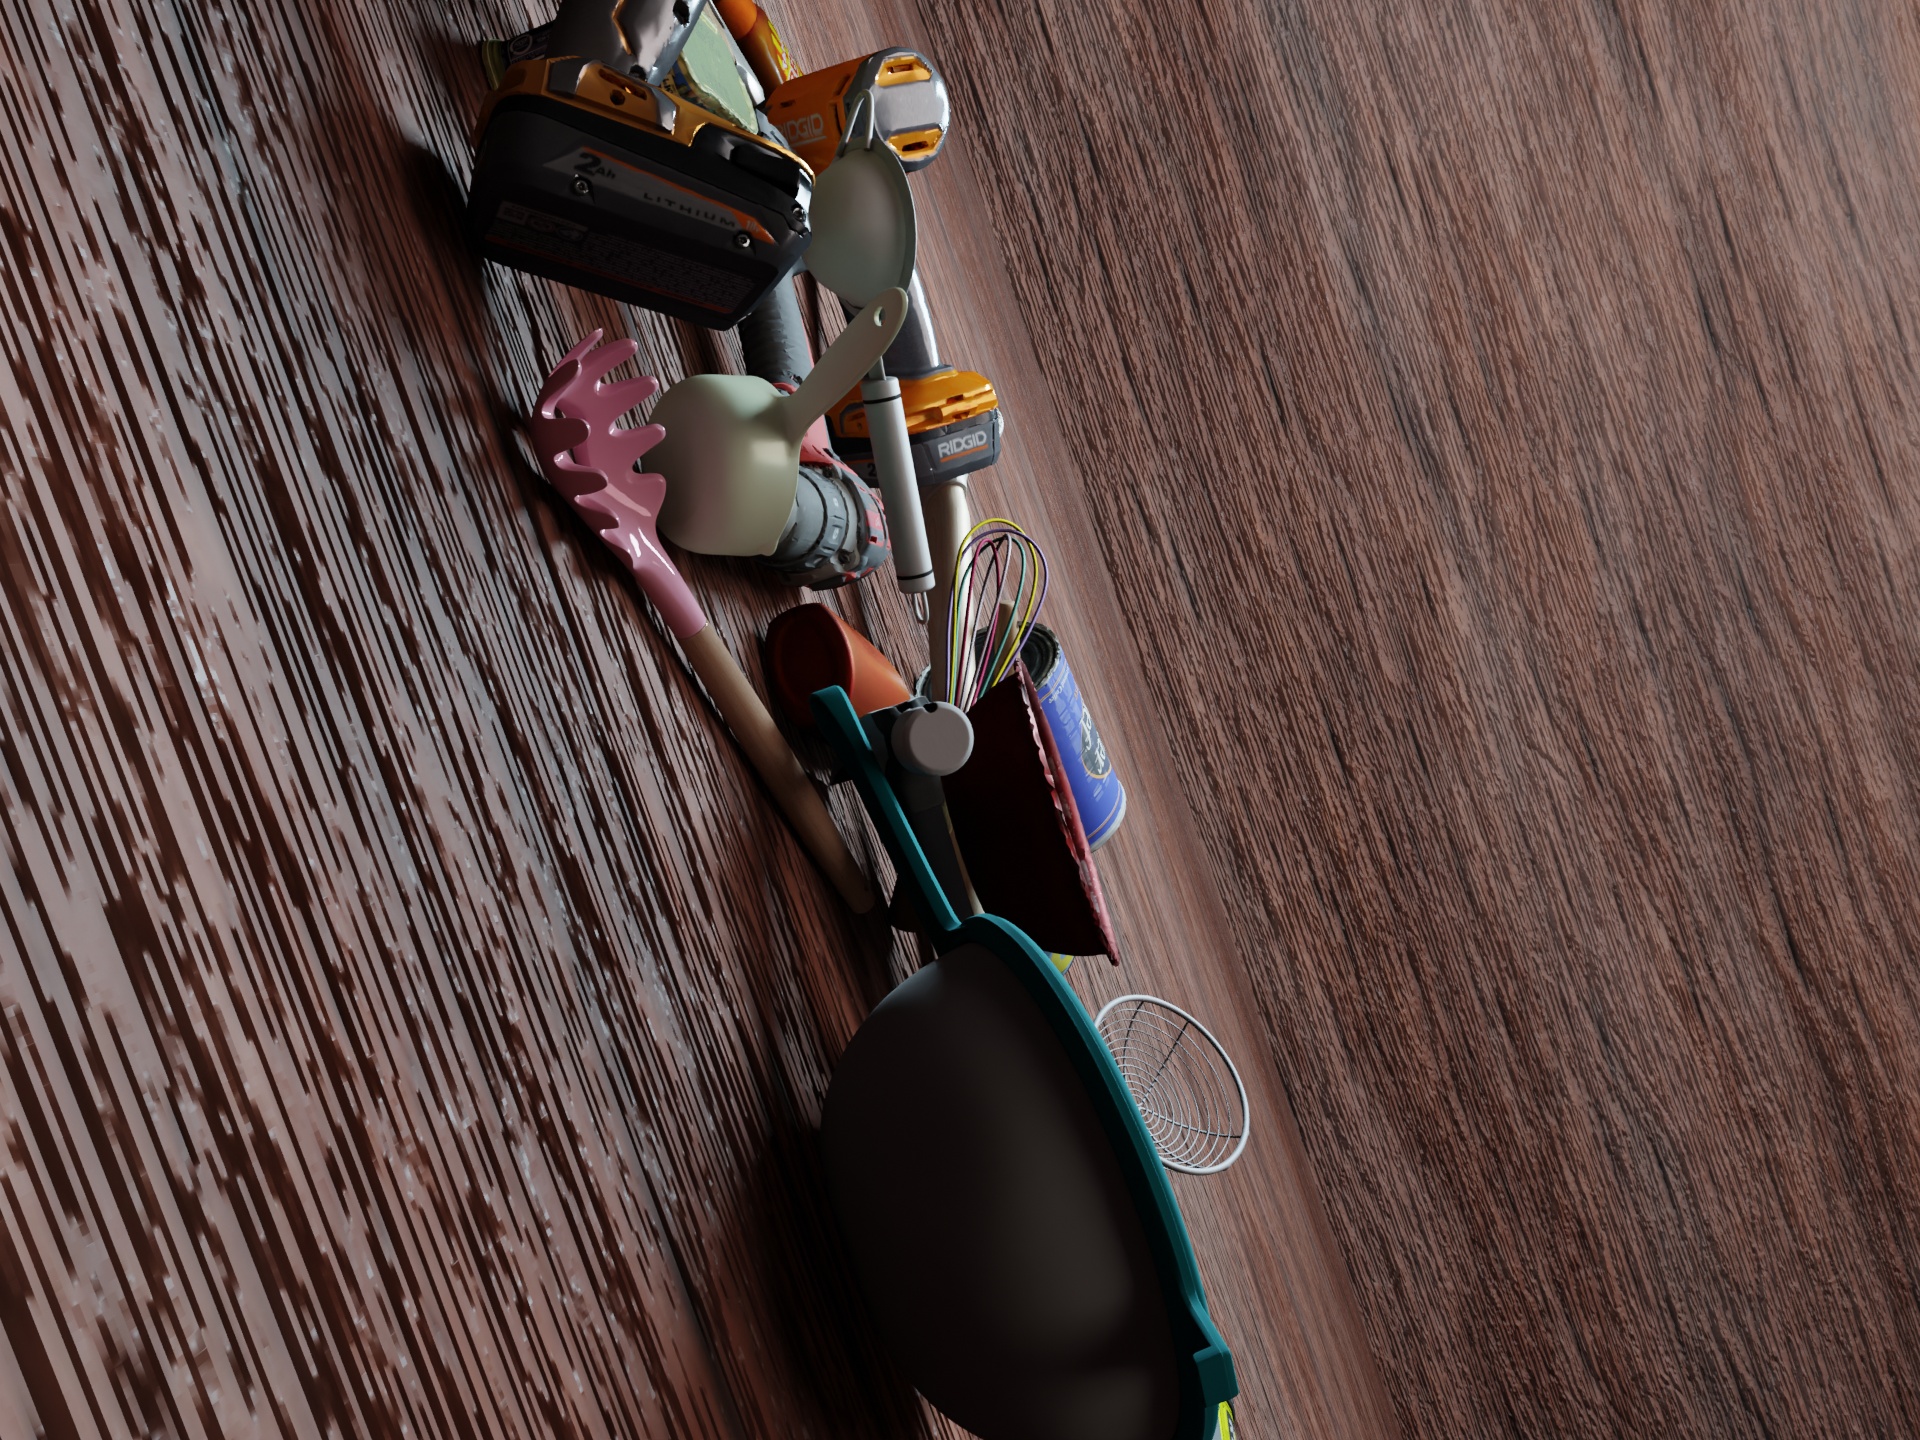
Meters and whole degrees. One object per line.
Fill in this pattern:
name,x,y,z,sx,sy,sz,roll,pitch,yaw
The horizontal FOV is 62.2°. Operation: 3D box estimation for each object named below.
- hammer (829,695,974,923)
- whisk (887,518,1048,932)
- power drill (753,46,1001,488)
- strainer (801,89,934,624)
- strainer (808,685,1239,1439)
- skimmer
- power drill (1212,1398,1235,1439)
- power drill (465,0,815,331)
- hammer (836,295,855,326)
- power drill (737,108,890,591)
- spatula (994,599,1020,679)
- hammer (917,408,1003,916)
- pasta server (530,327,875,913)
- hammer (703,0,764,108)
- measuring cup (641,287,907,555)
hammer,0.013,0.153,0.748,0.146,0.035,0.335,-6,-78,71
whisk,-0.003,-0.003,0.866,0.047,0.051,0.245,43,55,-50
power drill,-0.062,-0.253,0.913,0.084,0.164,0.226,-24,113,-35
strainer,-0.042,-0.169,0.777,0.087,0.050,0.258,17,-58,53
strainer,-0.022,0.135,0.621,0.210,0.095,0.341,100,-33,-58
skimmer,0.100,0.182,0.921,0.363,0.090,0.127,58,8,-60
power drill,0.110,0.360,0.937,0.191,0.080,0.228,-86,157,-62
power drill,-0.087,-0.272,0.615,0.084,0.185,0.226,-17,-116,63
hammer,-0.076,-0.303,1.134,0.128,0.033,0.331,91,-12,-49
power drill,-0.099,-0.175,0.787,0.188,0.080,0.227,-18,93,-80
spatula,0.042,0.079,1.009,0.082,0.044,0.317,-62,151,-70
hammer,-0.005,0.010,0.951,0.146,0.038,0.411,130,-38,-55
pasta server,-0.094,-0.020,0.664,0.060,0.040,0.315,-76,150,-43
hammer,-0.153,-0.394,0.847,0.130,0.031,0.331,58,5,-4
measuring cup,-0.079,-0.123,0.632,0.038,0.167,0.083,-6,72,-39
